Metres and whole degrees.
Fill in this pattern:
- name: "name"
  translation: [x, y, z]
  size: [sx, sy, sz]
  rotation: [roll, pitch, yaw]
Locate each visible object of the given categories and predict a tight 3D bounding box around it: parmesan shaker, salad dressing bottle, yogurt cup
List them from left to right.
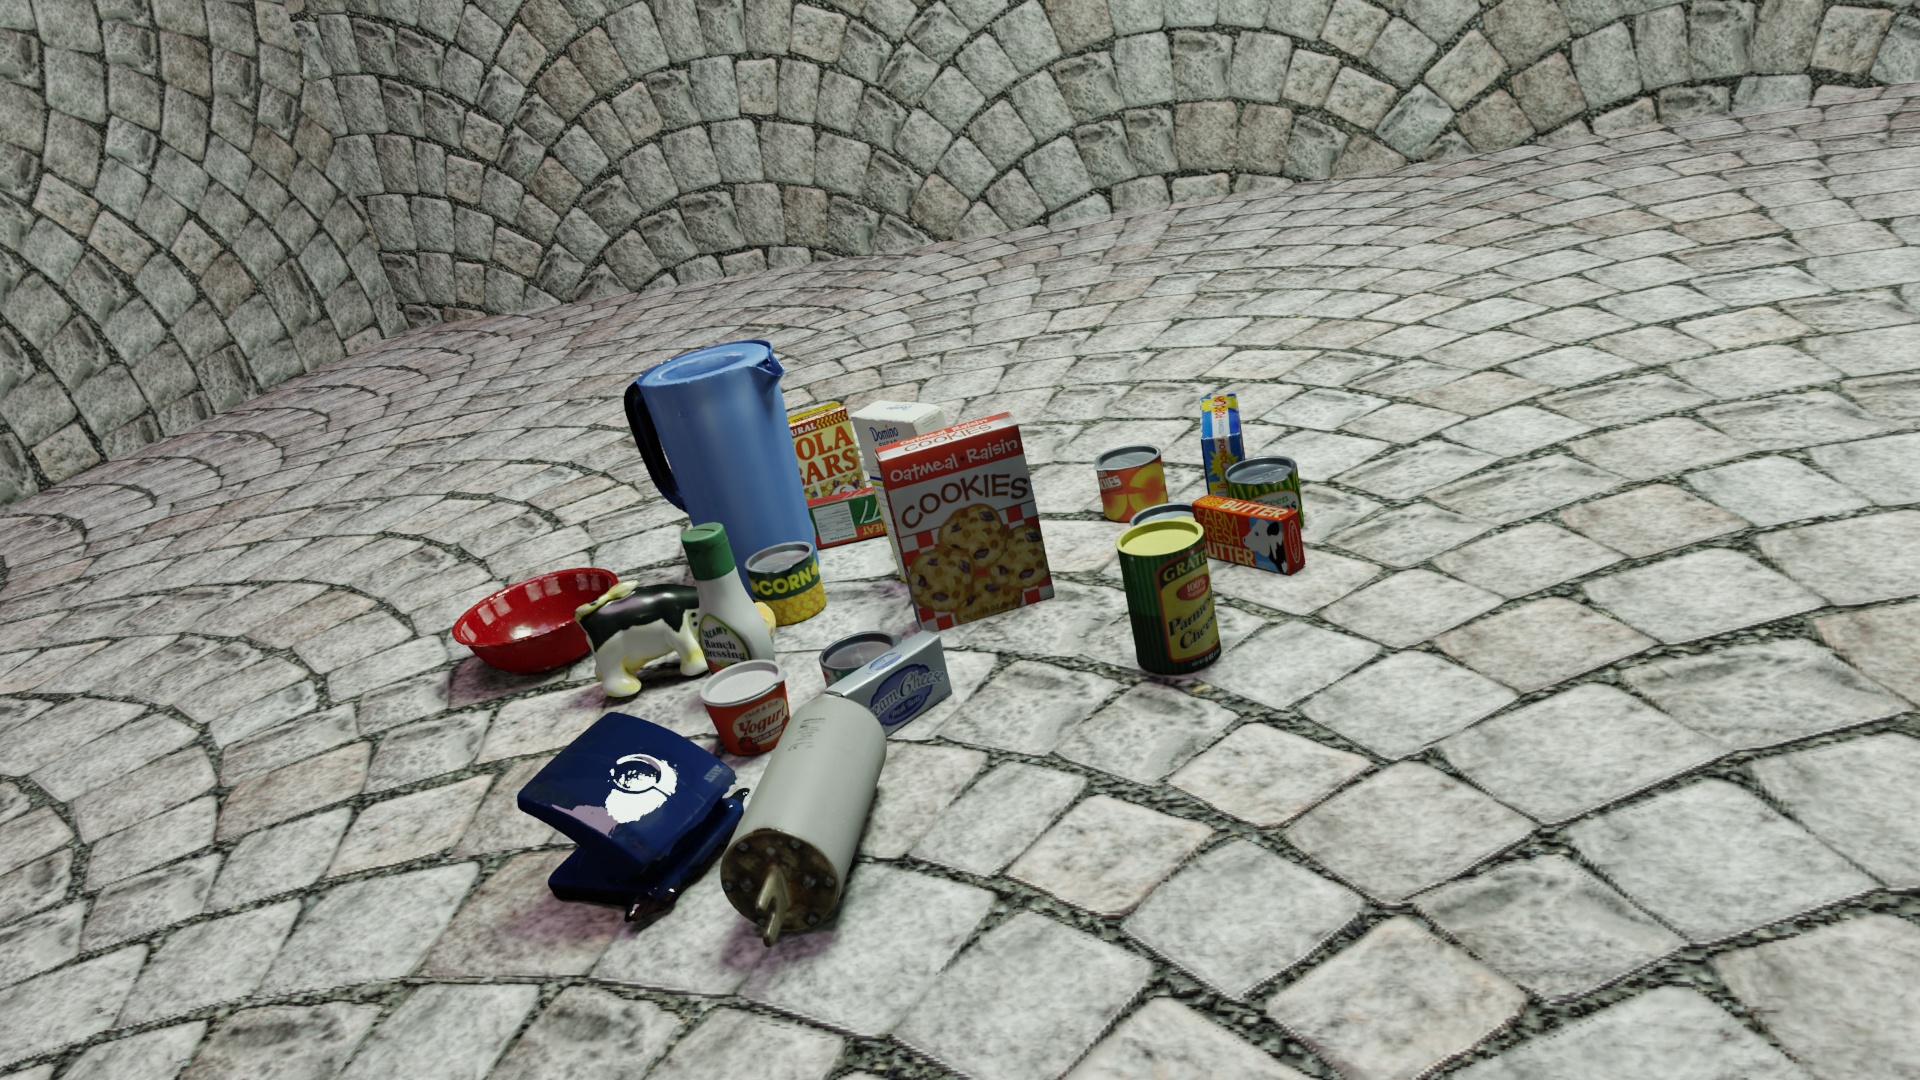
- name: "salad dressing bottle"
  translation: [-0.197, 0.058, 1.168]
  size: [0.064, 0.147, 0.044]
  rotation: [1, 25, 33]
- name: "yogurt cup"
  translation: [-0.166, 0.133, 1.093]
  size: [0.072, 0.053, 0.072]
  rotation: [-11, 21, 5]
- name: "parmesan shaker"
  translation: [0.162, 0.042, 1.062]
  size: [0.071, 0.102, 0.071]
  rotation: [-11, 21, 5]

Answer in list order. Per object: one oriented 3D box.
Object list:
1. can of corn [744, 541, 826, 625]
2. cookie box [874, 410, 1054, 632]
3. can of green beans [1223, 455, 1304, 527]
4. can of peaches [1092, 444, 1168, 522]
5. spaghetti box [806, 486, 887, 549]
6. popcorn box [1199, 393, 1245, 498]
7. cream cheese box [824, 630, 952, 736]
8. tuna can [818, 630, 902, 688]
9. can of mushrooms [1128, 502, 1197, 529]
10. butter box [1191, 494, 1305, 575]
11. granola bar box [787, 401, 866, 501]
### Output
- name: "can of corn"
  translation: [-0.164, 0.042, 1.313]
  size: [0.071, 0.058, 0.071]
  rotation: [-11, 21, 5]
- name: "cookie box"
  translation: [0.004, -0.015, 1.208]
  size: [0.123, 0.166, 0.040]
  rotation: [-16, 21, -7]
- name: "can of green beans"
  translation: [0.275, -0.038, 1.259]
  size: [0.071, 0.057, 0.071]
  rotation: [-11, 21, 5]
- name: "can of peaches"
  translation: [0.167, -0.056, 1.365]
  size: [0.071, 0.058, 0.071]
  rotation: [-11, 21, 5]
- name: "spaghetti box"
  translation: [-0.086, -0.031, 1.462]
  size: [0.250, 0.050, 0.029]
  rotation: [-12, 21, 2]
- name: "popcorn box"
  translation: [0.256, -0.083, 1.343]
  size: [0.038, 0.085, 0.127]
  rotation: [-8, 22, 13]
- name: "cream cheese box"
  translation: [-0.053, 0.116, 1.070]
  size: [0.104, 0.053, 0.024]
  rotation: [-29, 26, -36]
- name: "tuna can"
  translation: [-0.079, 0.103, 1.145]
  size: [0.071, 0.032, 0.071]
  rotation: [-11, 21, 5]
- name: "can of mushrooms"
  translation: [0.187, -0.007, 1.264]
  size: [0.071, 0.033, 0.071]
  rotation: [-11, 21, 5]
- name: "butter box"
  translation: [0.247, -0.006, 1.201]
  size: [0.024, 0.053, 0.103]
  rotation: [-27, 25, -32]
- name: "granola bar box"
  translation: [-0.190, -0.067, 1.509]
  size: [0.166, 0.123, 0.039]
  rotation: [-21, 22, -19]
